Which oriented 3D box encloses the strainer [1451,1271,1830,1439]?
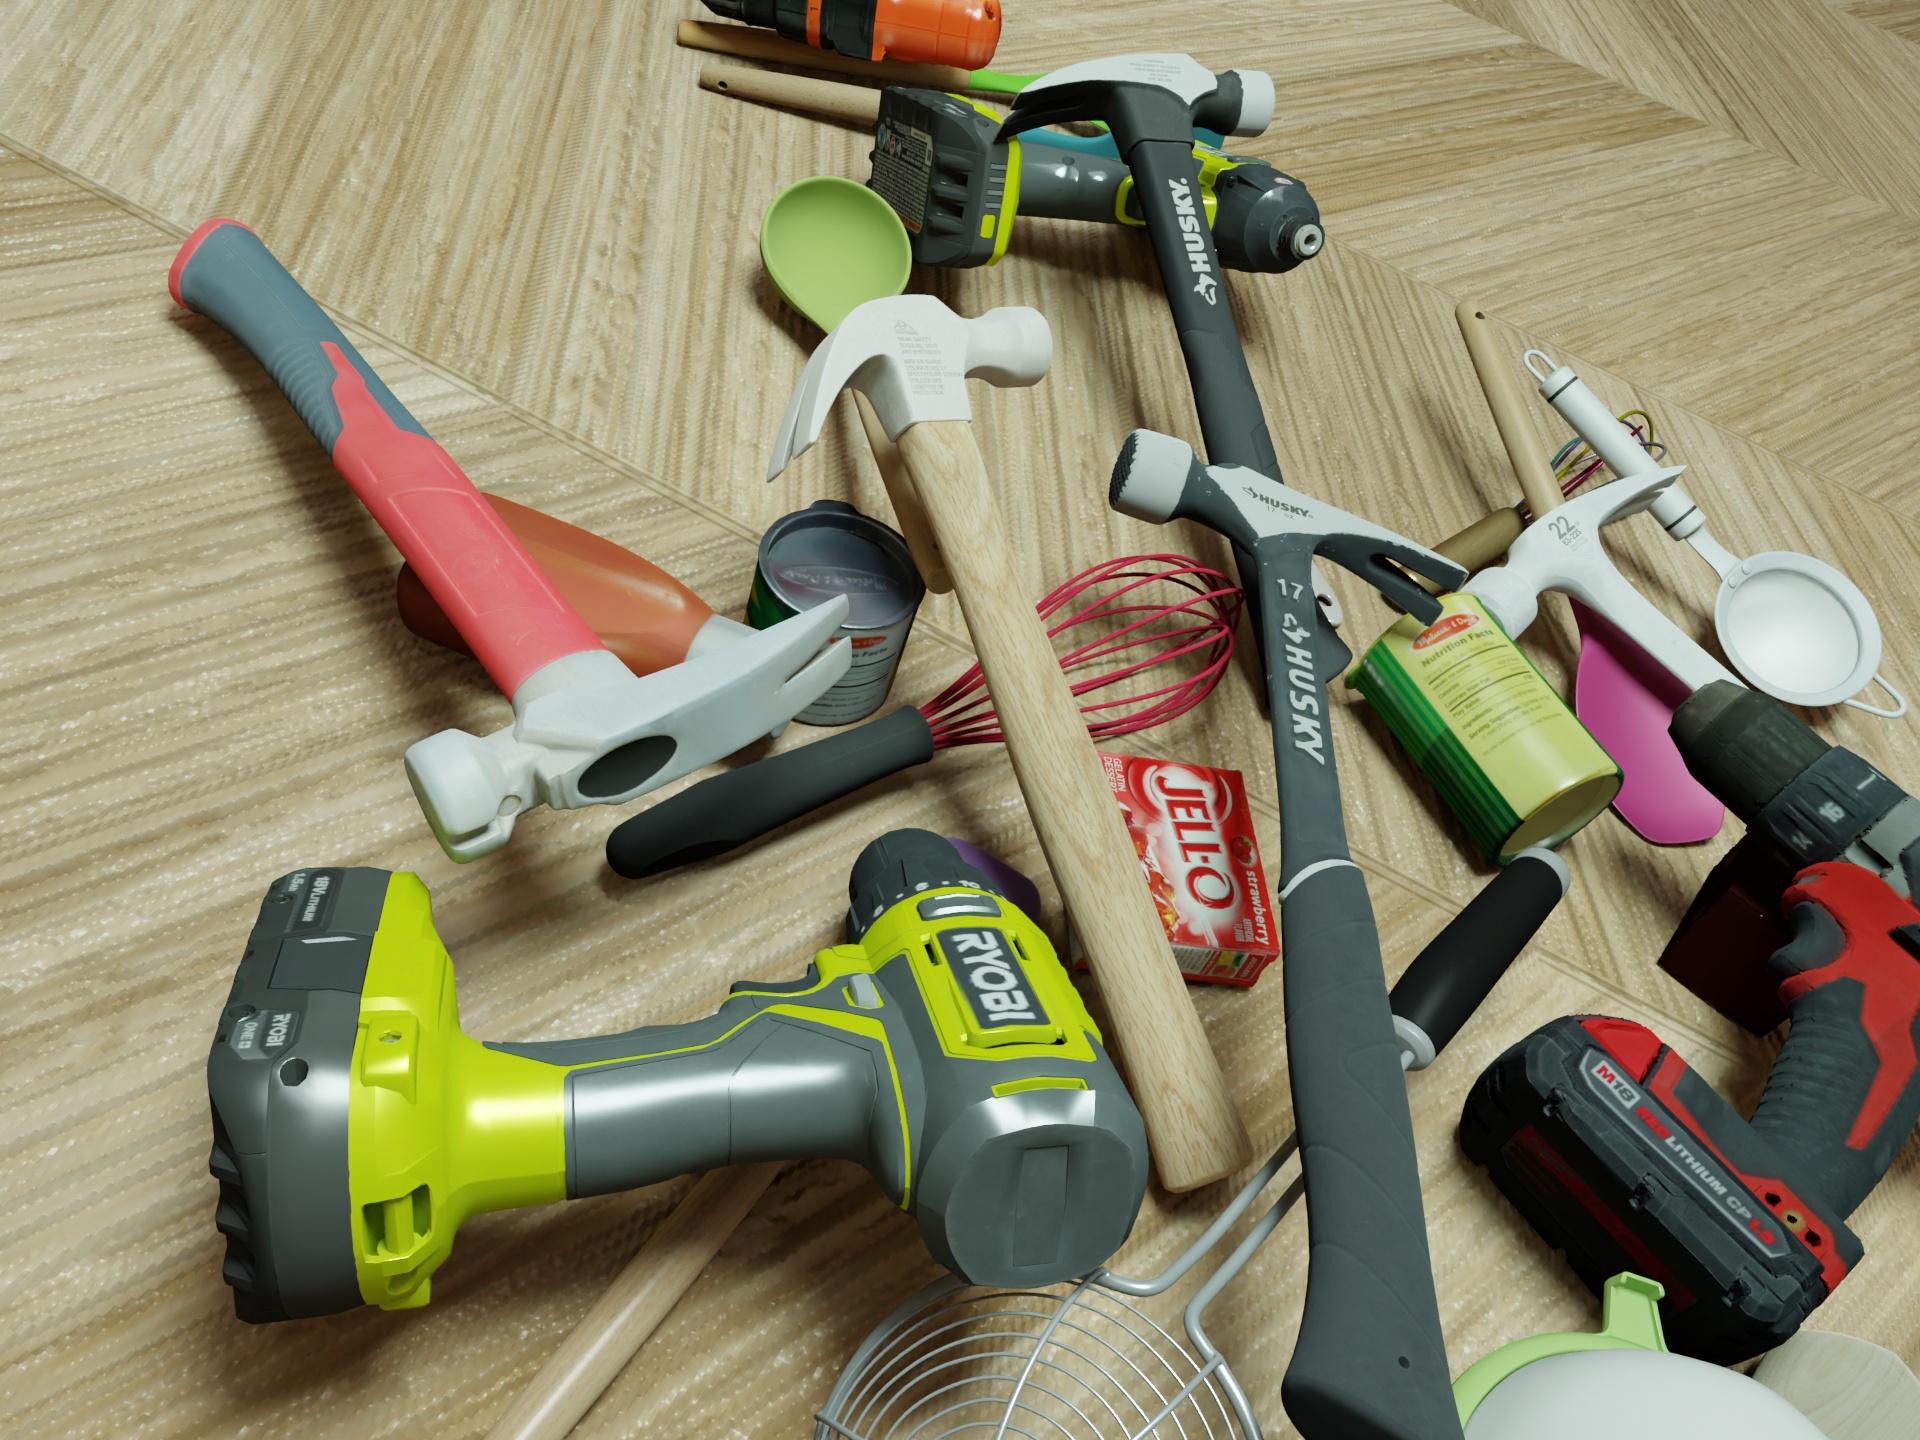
[{"bbox_3d":[0.230,0.267,0.400,0.151,0.069,0.257,-21,60,-35],"label":"strainer"}]

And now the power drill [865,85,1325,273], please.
[{"bbox_3d":[0.075,-0.284,0.860,0.223,0.080,0.171,-2,28,-22],"label":"power drill"}]

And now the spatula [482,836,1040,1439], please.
[{"bbox_3d":[-0.062,0.137,0.493,0.060,0.018,0.316,31,45,15],"label":"spatula"}]

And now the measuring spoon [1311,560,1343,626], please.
[{"bbox_3d":[0.161,-0.096,0.788,0.034,0.018,0.124,-5,52,-25],"label":"measuring spoon"}]

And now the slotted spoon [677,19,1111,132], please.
[{"bbox_3d":[-0.020,-0.409,1.002,0.313,0.031,0.070,3,47,-16],"label":"slotted spoon"}]

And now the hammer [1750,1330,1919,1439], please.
[{"bbox_3d":[0.157,0.289,0.423,0.410,0.038,0.146,-18,59,-33],"label":"hammer"}]

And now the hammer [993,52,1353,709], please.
[{"bbox_3d":[0.115,-0.165,0.742,0.146,0.035,0.335,-5,73,-22],"label":"hammer"}]

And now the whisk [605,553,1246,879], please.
[{"bbox_3d":[-0.001,-0.002,0.617,0.296,0.073,0.073,-22,60,-29],"label":"whisk"}]

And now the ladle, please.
[{"bbox_3d":[-0.037,-0.158,0.705,0.078,0.062,0.321,5,36,-19],"label":"ladle"}]

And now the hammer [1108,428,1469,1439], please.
[{"bbox_3d":[0.120,0.042,0.522,0.149,0.036,0.409,17,41,-9],"label":"hammer"}]

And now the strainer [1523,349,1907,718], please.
[{"bbox_3d":[0.380,-0.096,0.822,0.087,0.050,0.258,-37,82,-17],"label":"strainer"}]

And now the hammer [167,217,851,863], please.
[{"bbox_3d":[-0.196,-0.101,0.588,0.143,0.038,0.387,-26,50,-25],"label":"hammer"}]

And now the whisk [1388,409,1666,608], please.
[{"bbox_3d":[0.302,-0.113,0.840,0.245,0.047,0.051,-28,64,-33],"label":"whisk"}]

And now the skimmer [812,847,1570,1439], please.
[{"bbox_3d":[0.100,0.151,0.491,0.127,0.090,0.363,29,41,28],"label":"skimmer"}]

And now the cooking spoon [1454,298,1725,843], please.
[{"bbox_3d":[0.301,-0.085,0.791,0.068,0.017,0.319,-5,63,-12],"label":"cooking spoon"}]

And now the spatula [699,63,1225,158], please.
[{"bbox_3d":[0.004,-0.363,0.953,0.317,0.082,0.044,9,58,-5],"label":"spatula"}]

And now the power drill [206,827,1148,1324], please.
[{"bbox_3d":[-0.078,0.087,0.459,0.228,0.080,0.191,-1,22,-14],"label":"power drill"}]

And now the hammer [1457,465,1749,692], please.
[{"bbox_3d":[0.415,0.043,0.712,0.144,0.035,0.406,-39,75,-24],"label":"hammer"}]

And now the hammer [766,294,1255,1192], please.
[{"bbox_3d":[0.026,0.000,0.558,0.130,0.031,0.331,-11,75,-38],"label":"hammer"}]

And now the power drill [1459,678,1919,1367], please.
[{"bbox_3d":[0.286,0.096,0.574,0.226,0.080,0.188,-32,64,-20],"label":"power drill"}]
